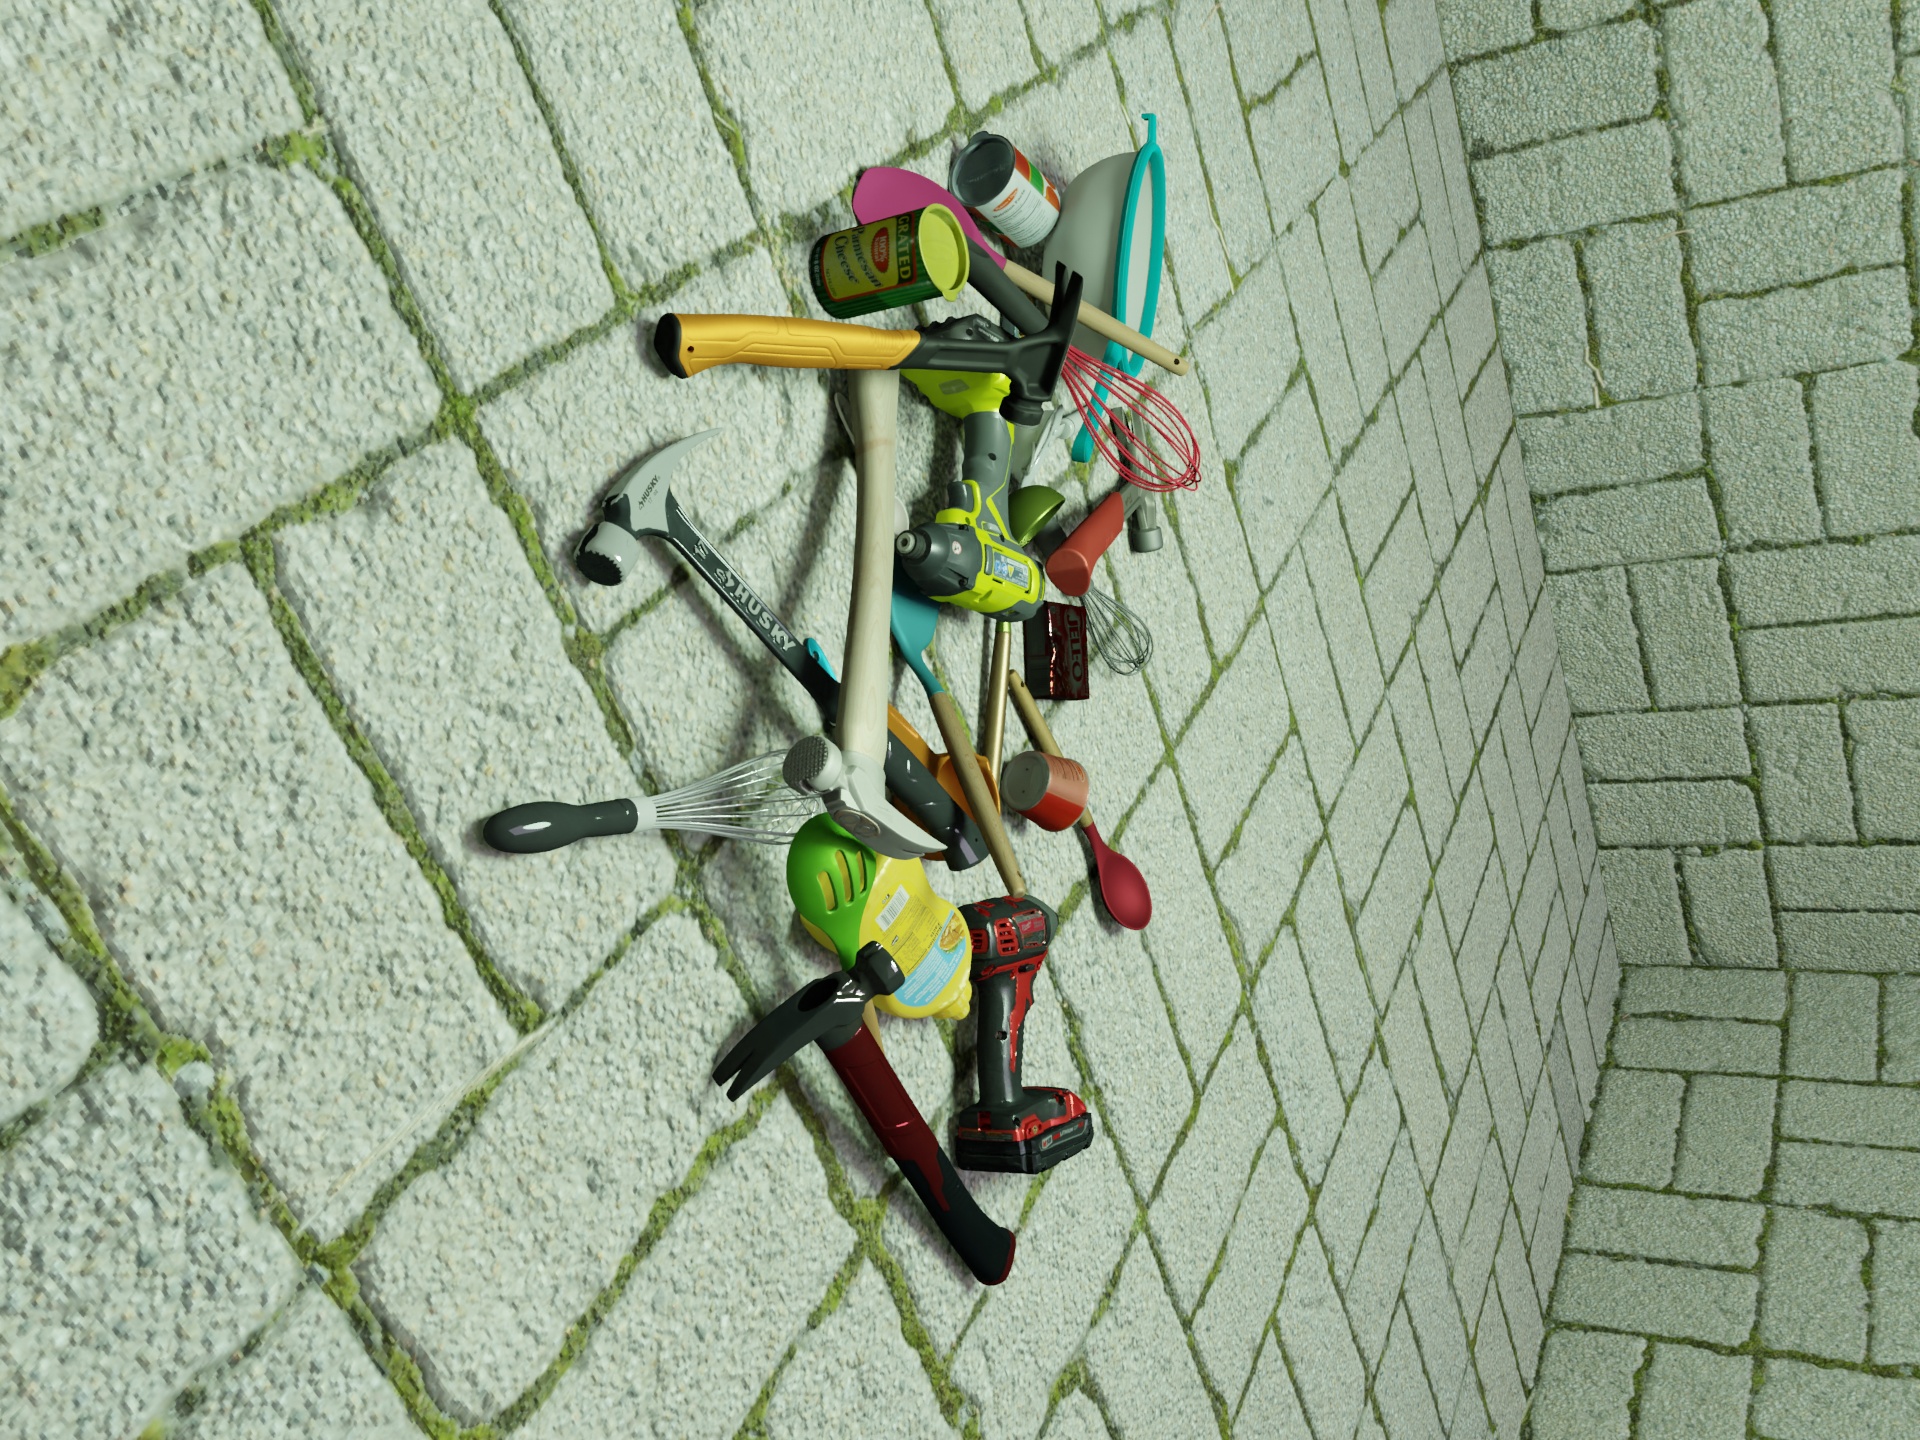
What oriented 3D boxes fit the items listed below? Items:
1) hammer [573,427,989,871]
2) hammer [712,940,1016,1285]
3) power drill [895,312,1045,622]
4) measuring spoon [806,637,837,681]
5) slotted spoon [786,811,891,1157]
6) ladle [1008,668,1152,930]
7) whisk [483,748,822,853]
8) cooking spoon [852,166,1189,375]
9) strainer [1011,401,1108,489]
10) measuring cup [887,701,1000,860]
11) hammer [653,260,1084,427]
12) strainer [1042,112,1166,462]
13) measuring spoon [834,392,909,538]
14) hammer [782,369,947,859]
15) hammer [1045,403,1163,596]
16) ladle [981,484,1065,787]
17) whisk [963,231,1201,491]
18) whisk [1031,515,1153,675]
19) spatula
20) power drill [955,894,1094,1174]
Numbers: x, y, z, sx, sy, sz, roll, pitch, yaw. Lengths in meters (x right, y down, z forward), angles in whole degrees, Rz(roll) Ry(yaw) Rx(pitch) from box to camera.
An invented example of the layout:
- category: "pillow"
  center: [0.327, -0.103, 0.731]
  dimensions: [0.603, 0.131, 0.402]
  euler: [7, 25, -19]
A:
- category: "hammer"
  center: [-0.098, -0.028, 1.117]
  dimensions: [0.408, 0.036, 0.149]
  euler: [49, 46, -32]
- category: "hammer"
  center: [-0.047, 0.327, 1.184]
  dimensions: [0.143, 0.038, 0.385]
  euler: [-37, 131, -15]
- category: "power drill"
  center: [0.005, -0.203, 1.286]
  dimensions: [0.171, 0.080, 0.223]
  euler: [16, 71, -55]
- category: "measuring spoon"
  center: [-0.095, -0.001, 1.190]
  dimensions: [0.128, 0.021, 0.042]
  euler: [68, 28, -11]
- category: "slotted spoon"
  center: [-0.070, 0.201, 1.140]
  dimensions: [0.070, 0.031, 0.313]
  euler: [-29, 127, -29]
- category: "ladle"
  center: [0.108, 0.077, 1.481]
  dimensions: [0.315, 0.031, 0.069]
  euler: [62, 38, -30]
- category: "whisk"
  center: [-0.183, 0.056, 1.014]
  dimensions: [0.284, 0.070, 0.070]
  euler: [-4, 91, -52]
- category: "cooking spoon"
  center: [0.055, -0.360, 1.307]
  dimensions: [0.318, 0.017, 0.069]
  euler: [24, 79, -19]
- category: "strainer"
  center: [0.091, -0.269, 1.475]
  dimensions: [0.258, 0.050, 0.086]
  euler: [-40, 157, -58]
- category: "measuring cup"
  center: [-0.037, 0.042, 1.242]
  dimensions: [0.173, 0.052, 0.095]
  euler: [50, 48, -33]
- category: "hammer"
  center: [-0.059, -0.272, 1.133]
  dimensions: [0.336, 0.034, 0.127]
  euler: [-7, 130, -36]
- category: "strainer"
  center: [0.110, -0.370, 1.434]
  dimensions: [0.210, 0.095, 0.341]
  euler: [77, 26, -58]
- category: "measuring spoon"
  center: [-0.074, -0.197, 1.241]
  dimensions: [0.124, 0.018, 0.034]
  euler: [64, 31, -19]
- category: "hammer"
  center: [-0.059, -0.101, 1.144]
  dimensions: [0.146, 0.038, 0.411]
  euler: [41, 40, -46]
- category: "hammer"
  center: [0.134, -0.193, 1.465]
  dimensions: [0.359, 0.037, 0.149]
  euler: [-49, 129, -65]
- category: "ladle"
  center: [0.047, -0.048, 1.373]
  dimensions: [0.078, 0.062, 0.320]
  euler: [115, -19, -82]
- category: "whisk"
  center: [0.088, -0.289, 1.283]
  dimensions: [0.295, 0.073, 0.073]
  euler: [43, 47, -12]
- category: "whisk"
  center: [0.118, -0.127, 1.498]
  dimensions: [0.238, 0.055, 0.055]
  euler: [51, 47, -37]
- category: "spatula"
  center: [-0.002, -0.004, 1.221]
  dimensions: [0.082, 0.044, 0.318]
  euler: [30, 31, -51]
- category: "power drill"
  center: [0.048, 0.255, 1.330]
  dimensions: [0.143, 0.078, 0.220]
  euler: [-3, 87, -58]
